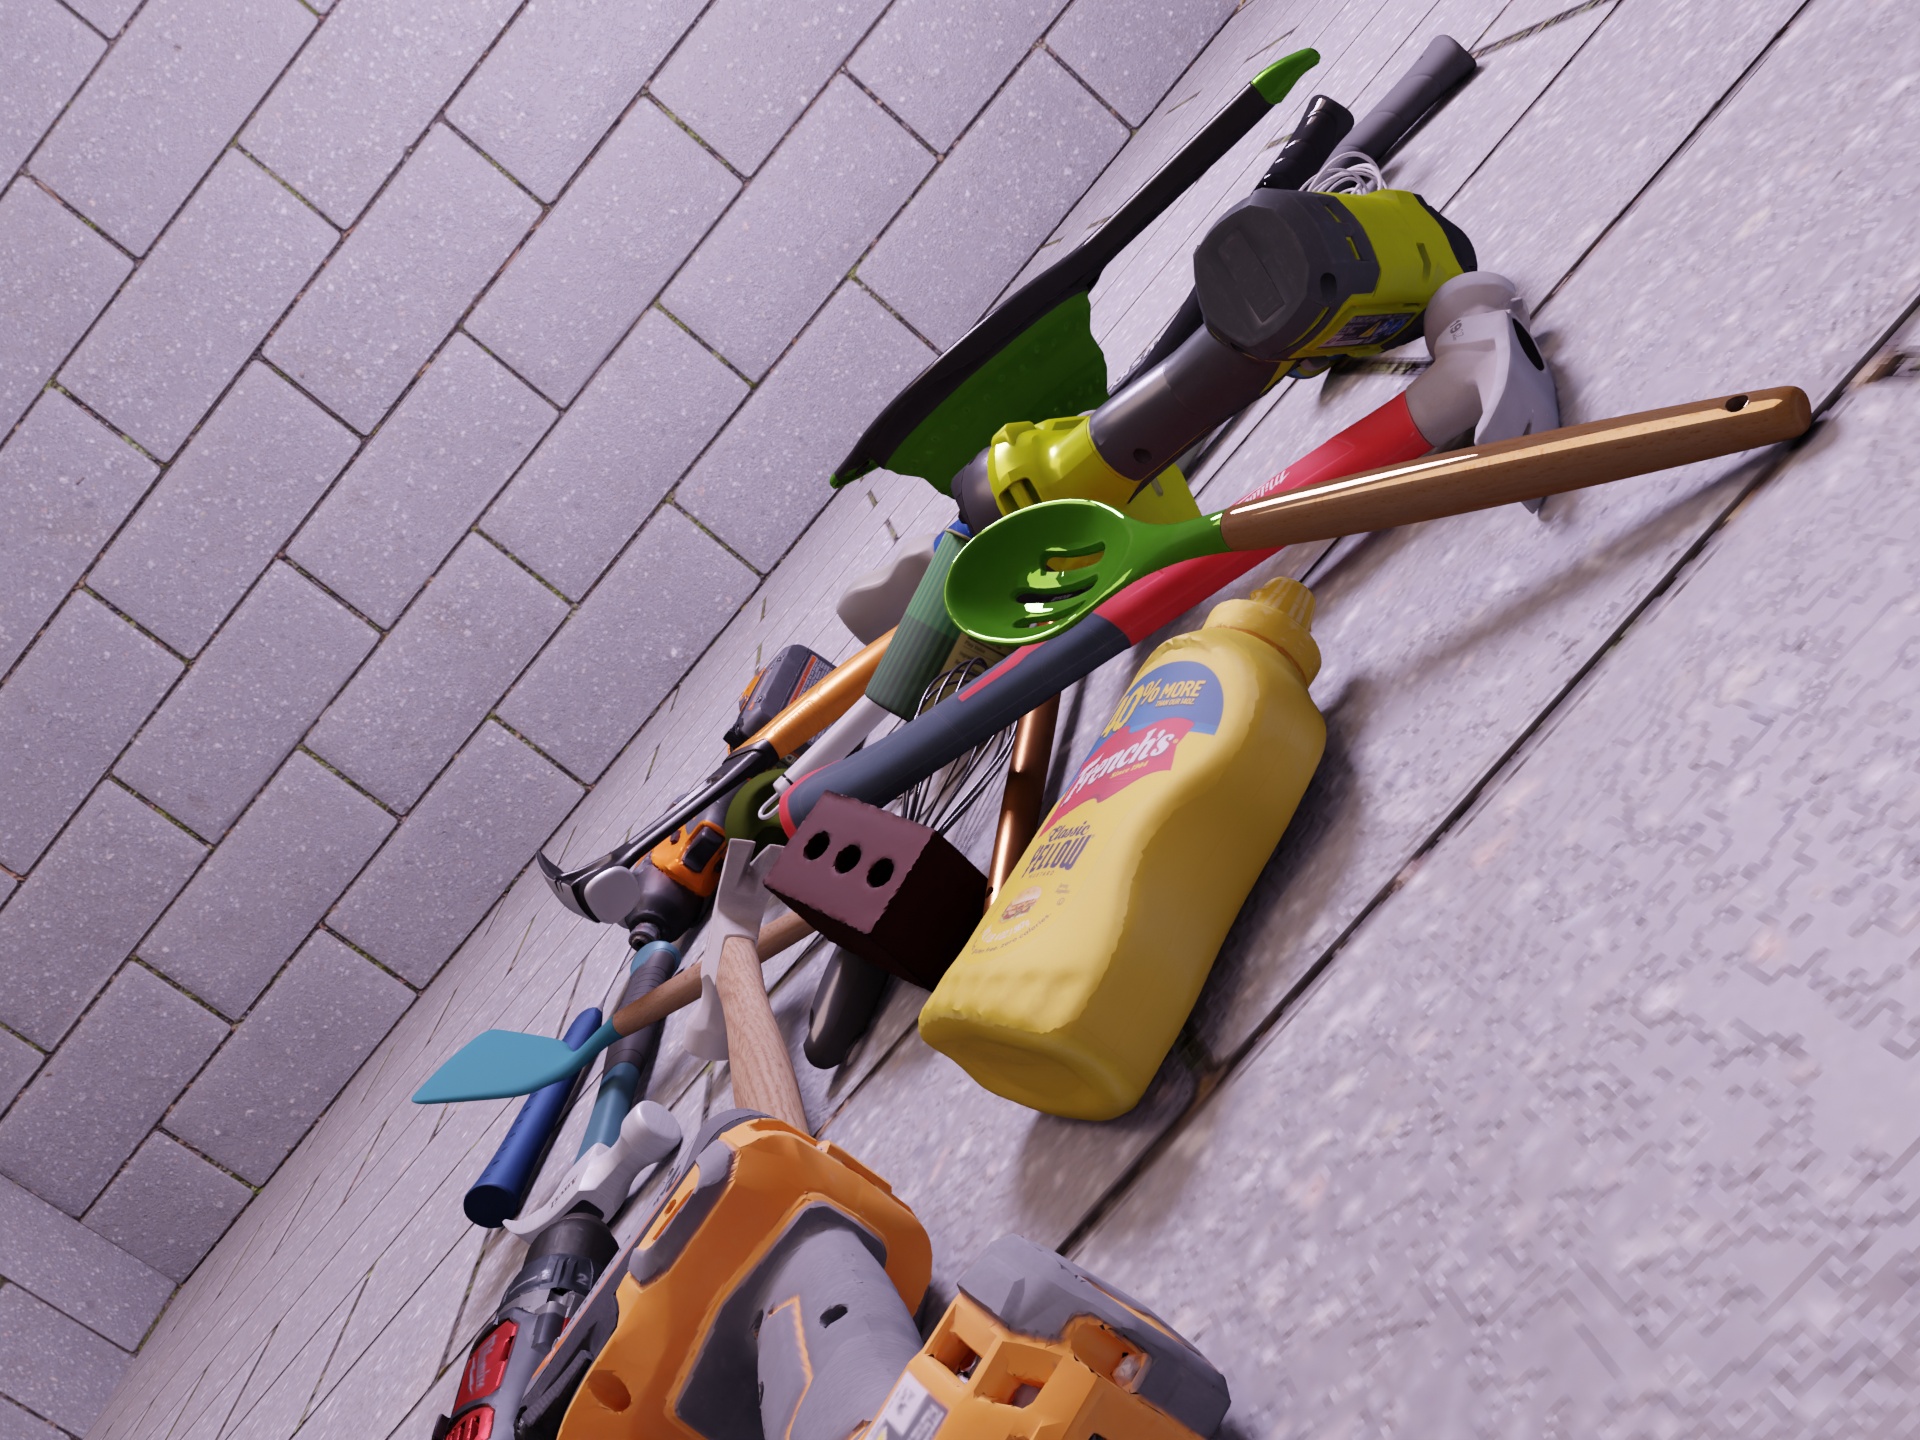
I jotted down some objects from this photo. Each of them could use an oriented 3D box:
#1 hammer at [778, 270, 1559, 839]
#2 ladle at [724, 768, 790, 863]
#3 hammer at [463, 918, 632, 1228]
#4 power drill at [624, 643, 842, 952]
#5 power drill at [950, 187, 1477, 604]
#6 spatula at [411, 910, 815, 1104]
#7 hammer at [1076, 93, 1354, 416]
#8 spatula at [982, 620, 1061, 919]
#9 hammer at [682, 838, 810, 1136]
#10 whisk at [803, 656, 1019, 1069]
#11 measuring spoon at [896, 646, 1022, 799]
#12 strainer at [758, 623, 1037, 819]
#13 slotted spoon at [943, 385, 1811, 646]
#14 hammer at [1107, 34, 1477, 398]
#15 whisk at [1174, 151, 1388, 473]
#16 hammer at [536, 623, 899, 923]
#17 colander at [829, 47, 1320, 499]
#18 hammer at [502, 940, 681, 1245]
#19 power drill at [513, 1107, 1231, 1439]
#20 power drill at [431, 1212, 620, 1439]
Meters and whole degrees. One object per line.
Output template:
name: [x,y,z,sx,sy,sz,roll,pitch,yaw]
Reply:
hammer: [0.058,-0.031,0.642,0.386,0.038,0.143,-34,21,32]
ladle: [-0.076,0.072,0.935,0.078,0.062,0.320,-49,19,-13]
hammer: [-0.275,0.215,1.204,0.144,0.035,0.406,-45,14,26]
power drill: [-0.169,0.067,1.164,0.226,0.084,0.164,-48,13,30]
power drill: [0.115,-0.142,0.698,0.171,0.080,0.223,-17,-15,-46]
spatula: [-0.185,0.158,0.917,0.317,0.044,0.082,-31,8,25]
hammer: [0.144,-0.246,0.942,0.335,0.035,0.146,-56,-5,-18]
spatula: [0.048,-0.010,0.760,0.081,0.041,0.323,-44,18,34]
hammer: [-0.088,0.145,0.695,0.331,0.031,0.130,-136,56,-72]
whisk: [-0.021,0.060,0.754,0.055,0.055,0.239,-36,24,50]
measuring spoon: [-0.001,-0.003,0.920,0.034,0.018,0.124,44,104,36]
strainer: [-0.027,-0.033,0.946,0.258,0.050,0.087,-45,39,-6]
slotted spoon: [0.109,-0.065,0.517,0.314,0.031,0.070,-7,51,48]
hammer: [0.180,-0.298,1.081,0.409,0.036,0.149,-41,17,35]
whisk: [0.158,-0.208,0.883,0.246,0.059,0.058,-55,43,1]
hammer: [-0.120,0.012,1.027,0.337,0.034,0.127,-38,20,-23]
colander: [0.089,-0.248,1.005,0.397,0.094,0.204,-39,3,28]
hammer: [-0.207,0.215,0.980,0.128,0.033,0.331,-48,13,9]
power drill: [-0.047,0.197,0.385,0.185,0.084,0.226,-56,18,-15]
power drill: [-0.222,0.318,0.651,0.226,0.080,0.188,-46,13,7]
